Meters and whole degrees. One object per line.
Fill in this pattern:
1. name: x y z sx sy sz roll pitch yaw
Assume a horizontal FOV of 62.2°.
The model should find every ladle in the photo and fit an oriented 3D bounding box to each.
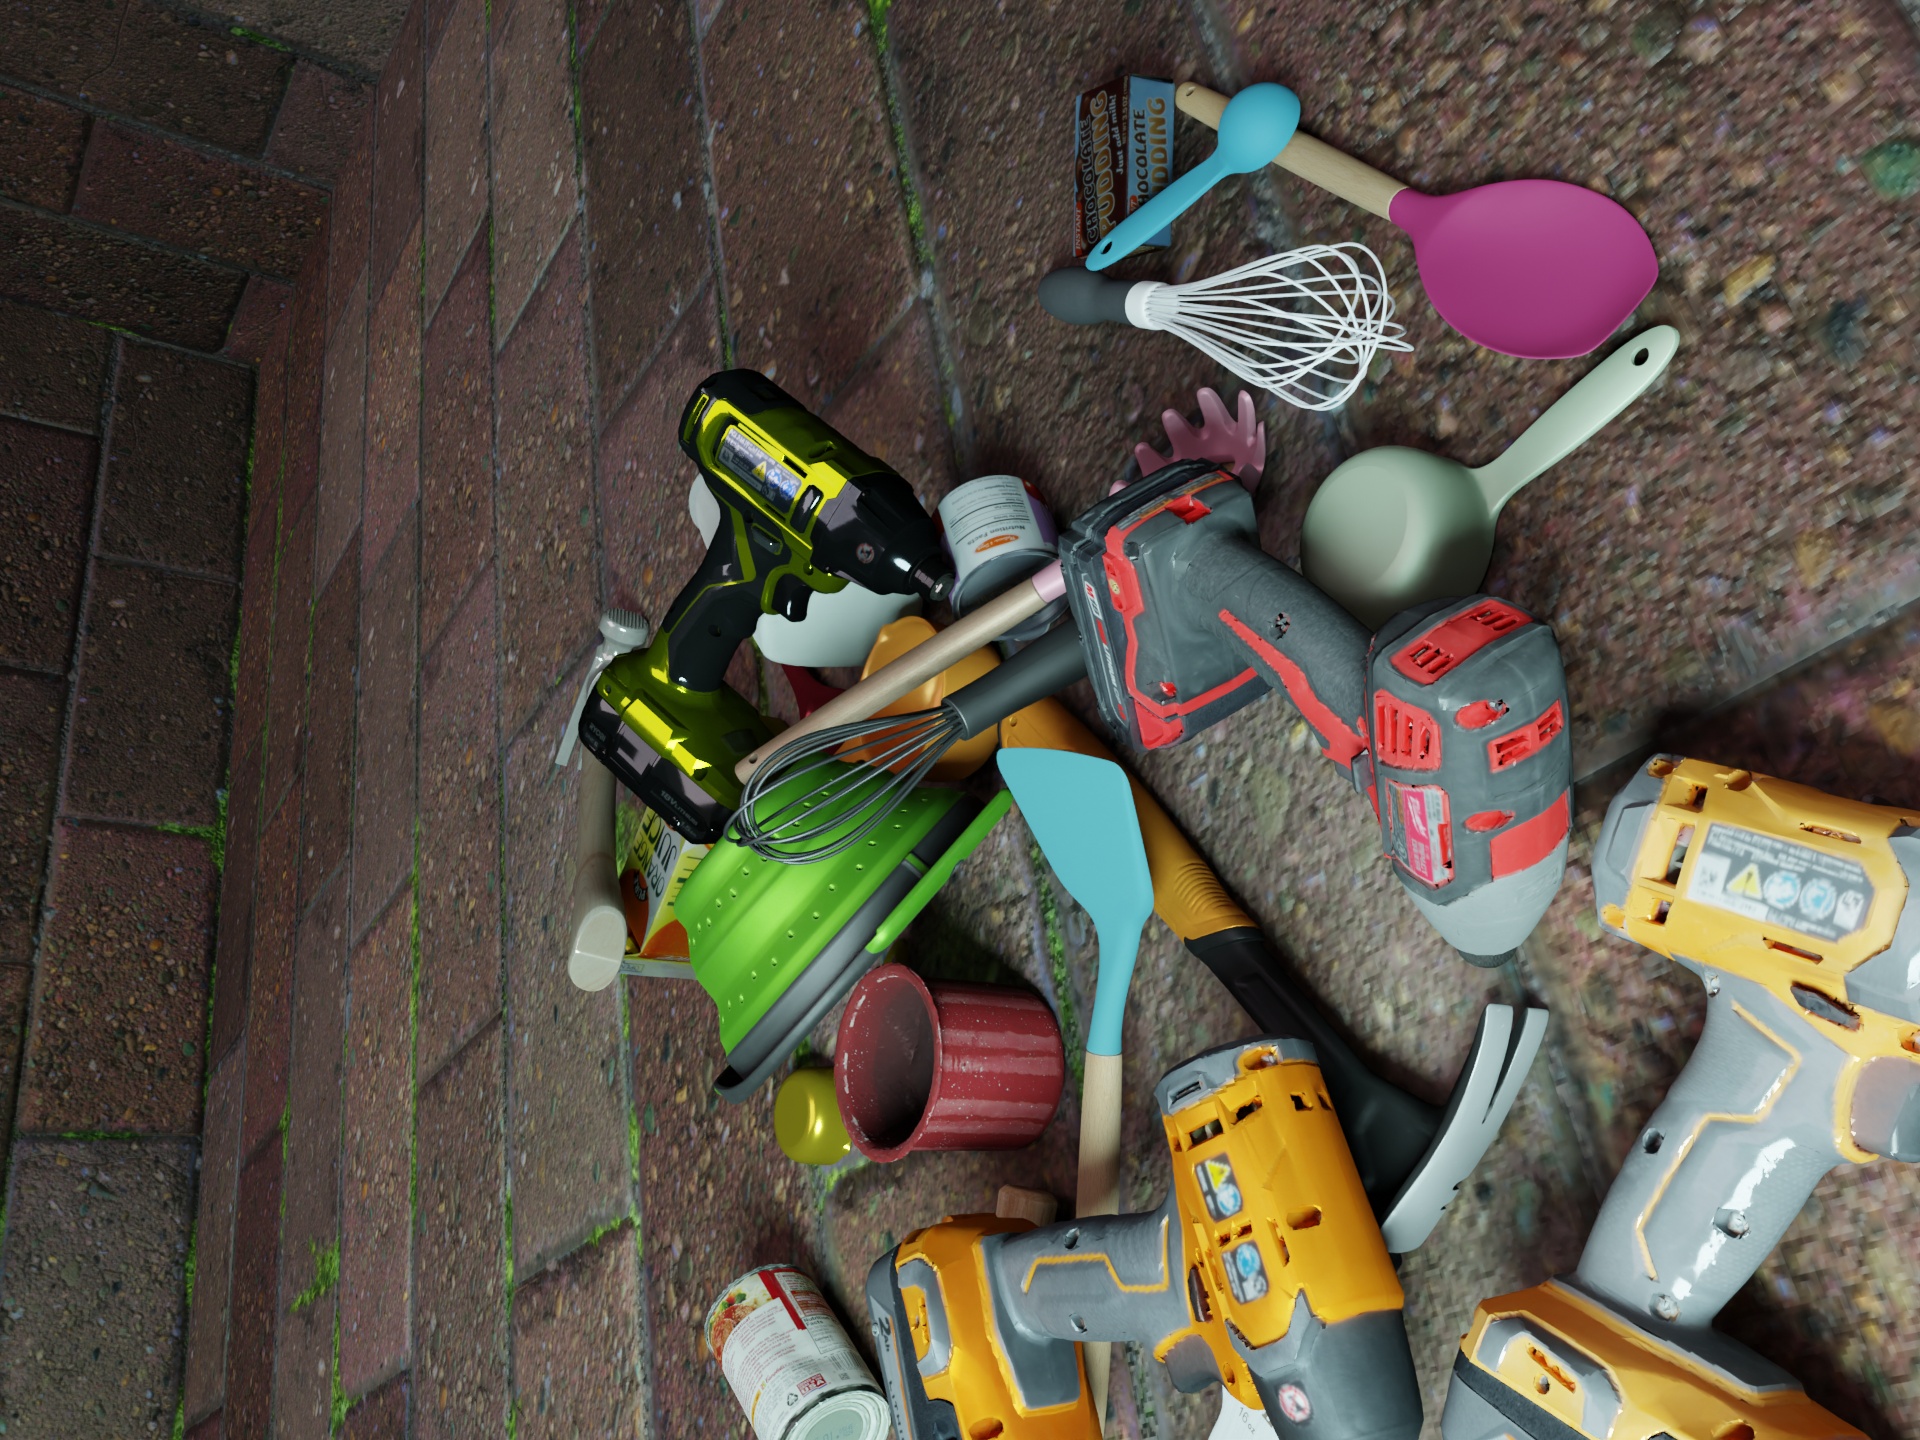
1. ladle: -0.122 -0.052 1.064 0.069 0.031 0.316 -56 38 21

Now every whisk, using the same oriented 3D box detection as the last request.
1. whisk: 0.108 -0.192 0.745 0.285 0.070 0.070 36 111 60
2. whisk: -0.002 -0.003 0.722 0.055 0.239 0.055 49 158 28

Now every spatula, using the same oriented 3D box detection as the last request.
1. spatula: 0.052 0.170 0.690 0.082 0.044 0.317 6 96 52

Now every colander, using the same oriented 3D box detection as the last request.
1. colander: -0.103 0.119 0.858 0.204 0.094 0.397 -46 -3 -34

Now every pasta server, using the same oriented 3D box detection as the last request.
1. pasta server: 0.012 -0.052 0.763 0.316 0.040 0.060 -31 51 18

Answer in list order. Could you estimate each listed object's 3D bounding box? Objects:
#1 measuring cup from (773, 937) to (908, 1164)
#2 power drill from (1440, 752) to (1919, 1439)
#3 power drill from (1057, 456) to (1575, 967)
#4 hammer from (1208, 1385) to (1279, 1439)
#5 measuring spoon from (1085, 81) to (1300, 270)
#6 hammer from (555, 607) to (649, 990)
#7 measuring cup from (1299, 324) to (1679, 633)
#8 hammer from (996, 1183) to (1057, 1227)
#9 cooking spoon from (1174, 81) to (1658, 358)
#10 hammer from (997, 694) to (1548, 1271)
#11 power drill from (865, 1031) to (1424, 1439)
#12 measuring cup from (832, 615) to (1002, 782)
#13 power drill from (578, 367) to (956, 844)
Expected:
1. measuring cup: -0.069 0.188 0.912 0.062 0.029 0.156 50 123 49
2. power drill: 0.242 0.133 0.432 0.185 0.084 0.226 19 92 55
3. power drill: 0.134 -0.005 0.596 0.220 0.078 0.143 40 155 51
4. hammer: 0.069 0.394 0.650 0.128 0.033 0.331 44 117 53
5. measuring spoon: 0.102 -0.255 0.749 0.128 0.021 0.042 -31 50 36
6. hammer: -0.261 0.065 1.136 0.411 0.038 0.146 -111 42 -61
7. measuring cup: 0.192 -0.095 0.600 0.167 0.038 0.083 -44 47 43
8. hammer: 0.004 0.382 0.726 0.130 0.031 0.331 148 133 -74
9. cooking spoon: 0.175 -0.229 0.683 0.068 0.017 0.319 -49 41 12
10. hammer: 0.104 0.074 0.687 0.337 0.034 0.127 51 123 49
11. power drill: 0.068 0.235 0.596 0.226 0.084 0.164 -41 53 36
12. measuring cup: -0.035 0.015 0.895 0.173 0.052 0.095 -48 44 40
13. power drill: -0.106 -0.050 0.850 0.171 0.080 0.223 39 118 21
